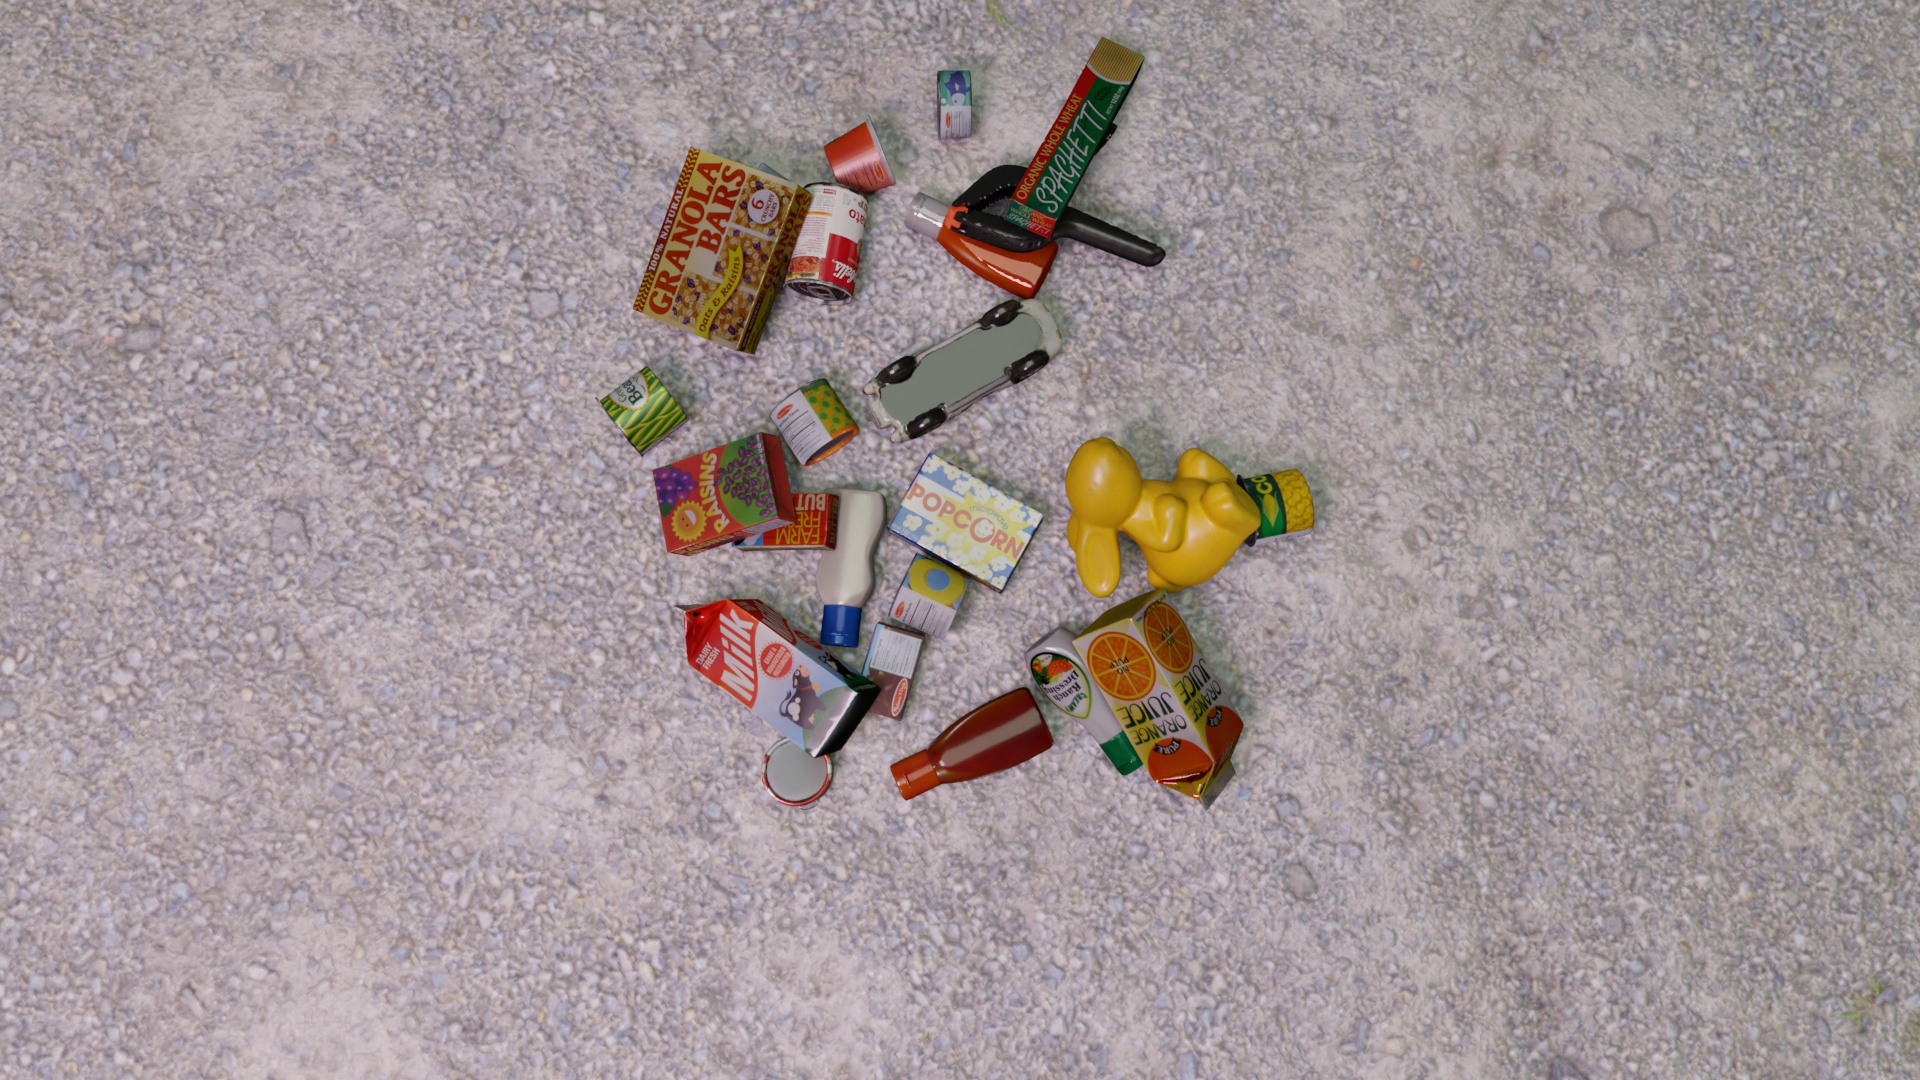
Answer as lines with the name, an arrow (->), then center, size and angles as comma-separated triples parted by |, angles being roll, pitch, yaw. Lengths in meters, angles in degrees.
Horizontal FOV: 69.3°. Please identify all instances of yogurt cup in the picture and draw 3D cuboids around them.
yogurt cup -> -0.100, -0.371, 1.363 | 0.054, 0.072, 0.072 | -22, 83, 3

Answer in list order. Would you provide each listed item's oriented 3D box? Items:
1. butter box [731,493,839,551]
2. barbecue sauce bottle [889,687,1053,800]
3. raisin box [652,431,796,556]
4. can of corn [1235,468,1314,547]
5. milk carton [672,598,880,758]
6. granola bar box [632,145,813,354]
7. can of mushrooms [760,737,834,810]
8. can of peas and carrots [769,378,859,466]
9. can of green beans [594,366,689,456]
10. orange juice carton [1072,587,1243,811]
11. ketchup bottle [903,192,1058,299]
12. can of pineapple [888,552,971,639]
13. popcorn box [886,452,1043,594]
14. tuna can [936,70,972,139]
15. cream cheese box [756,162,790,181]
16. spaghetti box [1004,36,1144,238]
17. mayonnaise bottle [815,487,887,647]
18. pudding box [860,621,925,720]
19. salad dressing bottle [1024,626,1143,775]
butter box -> -0.164, -0.017, 1.307 | 0.103, 0.024, 0.053 | -1, 81, 24
barbecue sauce bottle -> 0.008, 0.194, 1.292 | 0.149, 0.043, 0.065 | -25, 83, -5
raisin box -> -0.221, -0.043, 1.298 | 0.123, 0.040, 0.086 | -17, 79, 20
can of corn -> 0.297, -0.034, 1.322 | 0.058, 0.071, 0.071 | -11, 82, -4
milk carton -> -0.176, 0.112, 1.269 | 0.191, 0.072, 0.073 | 35, 95, 14
granola bar box -> -0.227, -0.275, 1.324 | 0.124, 0.039, 0.165 | 23, 95, 17
can of mushrooms -> -0.150, 0.215, 1.288 | 0.071, 0.033, 0.071 | 0, 81, -2
can of peas and carrots -> -0.137, -0.112, 1.323 | 0.071, 0.071, 0.059 | -33, 85, -6
can of green beans -> -0.300, -0.123, 1.317 | 0.058, 0.071, 0.071 | -39, 85, -7
orange juice carton -> 0.191, 0.148, 1.269 | 0.072, 0.072, 0.192 | -34, 94, -50
ketchup bottle -> 0.018, -0.295, 1.364 | 0.149, 0.043, 0.065 | 27, 73, 2
can of pineapple -> -0.028, 0.051, 1.301 | 0.058, 0.071, 0.071 | 24, 82, 1
popcorn box -> 0.005, -0.017, 1.325 | 0.127, 0.038, 0.085 | 29, 81, 2
tuna can -> -0.006, -0.433, 1.374 | 0.033, 0.071, 0.071 | -2, 82, -2
cream cheese box -> -0.204, -0.316, 1.370 | 0.053, 0.024, 0.104 | 36, 82, 3
spaghetti box -> 0.113, -0.394, 1.348 | 0.050, 0.028, 0.251 | 25, 61, 2
mayonnaise bottle -> -0.108, 0.026, 1.315 | 0.065, 0.041, 0.148 | 5, 83, 6
pudding box -> -0.067, 0.123, 1.306 | 0.050, 0.030, 0.084 | 16, 82, -1
salad dressing bottle -> 0.121, 0.151, 1.297 | 0.064, 0.044, 0.147 | -37, 91, 36
